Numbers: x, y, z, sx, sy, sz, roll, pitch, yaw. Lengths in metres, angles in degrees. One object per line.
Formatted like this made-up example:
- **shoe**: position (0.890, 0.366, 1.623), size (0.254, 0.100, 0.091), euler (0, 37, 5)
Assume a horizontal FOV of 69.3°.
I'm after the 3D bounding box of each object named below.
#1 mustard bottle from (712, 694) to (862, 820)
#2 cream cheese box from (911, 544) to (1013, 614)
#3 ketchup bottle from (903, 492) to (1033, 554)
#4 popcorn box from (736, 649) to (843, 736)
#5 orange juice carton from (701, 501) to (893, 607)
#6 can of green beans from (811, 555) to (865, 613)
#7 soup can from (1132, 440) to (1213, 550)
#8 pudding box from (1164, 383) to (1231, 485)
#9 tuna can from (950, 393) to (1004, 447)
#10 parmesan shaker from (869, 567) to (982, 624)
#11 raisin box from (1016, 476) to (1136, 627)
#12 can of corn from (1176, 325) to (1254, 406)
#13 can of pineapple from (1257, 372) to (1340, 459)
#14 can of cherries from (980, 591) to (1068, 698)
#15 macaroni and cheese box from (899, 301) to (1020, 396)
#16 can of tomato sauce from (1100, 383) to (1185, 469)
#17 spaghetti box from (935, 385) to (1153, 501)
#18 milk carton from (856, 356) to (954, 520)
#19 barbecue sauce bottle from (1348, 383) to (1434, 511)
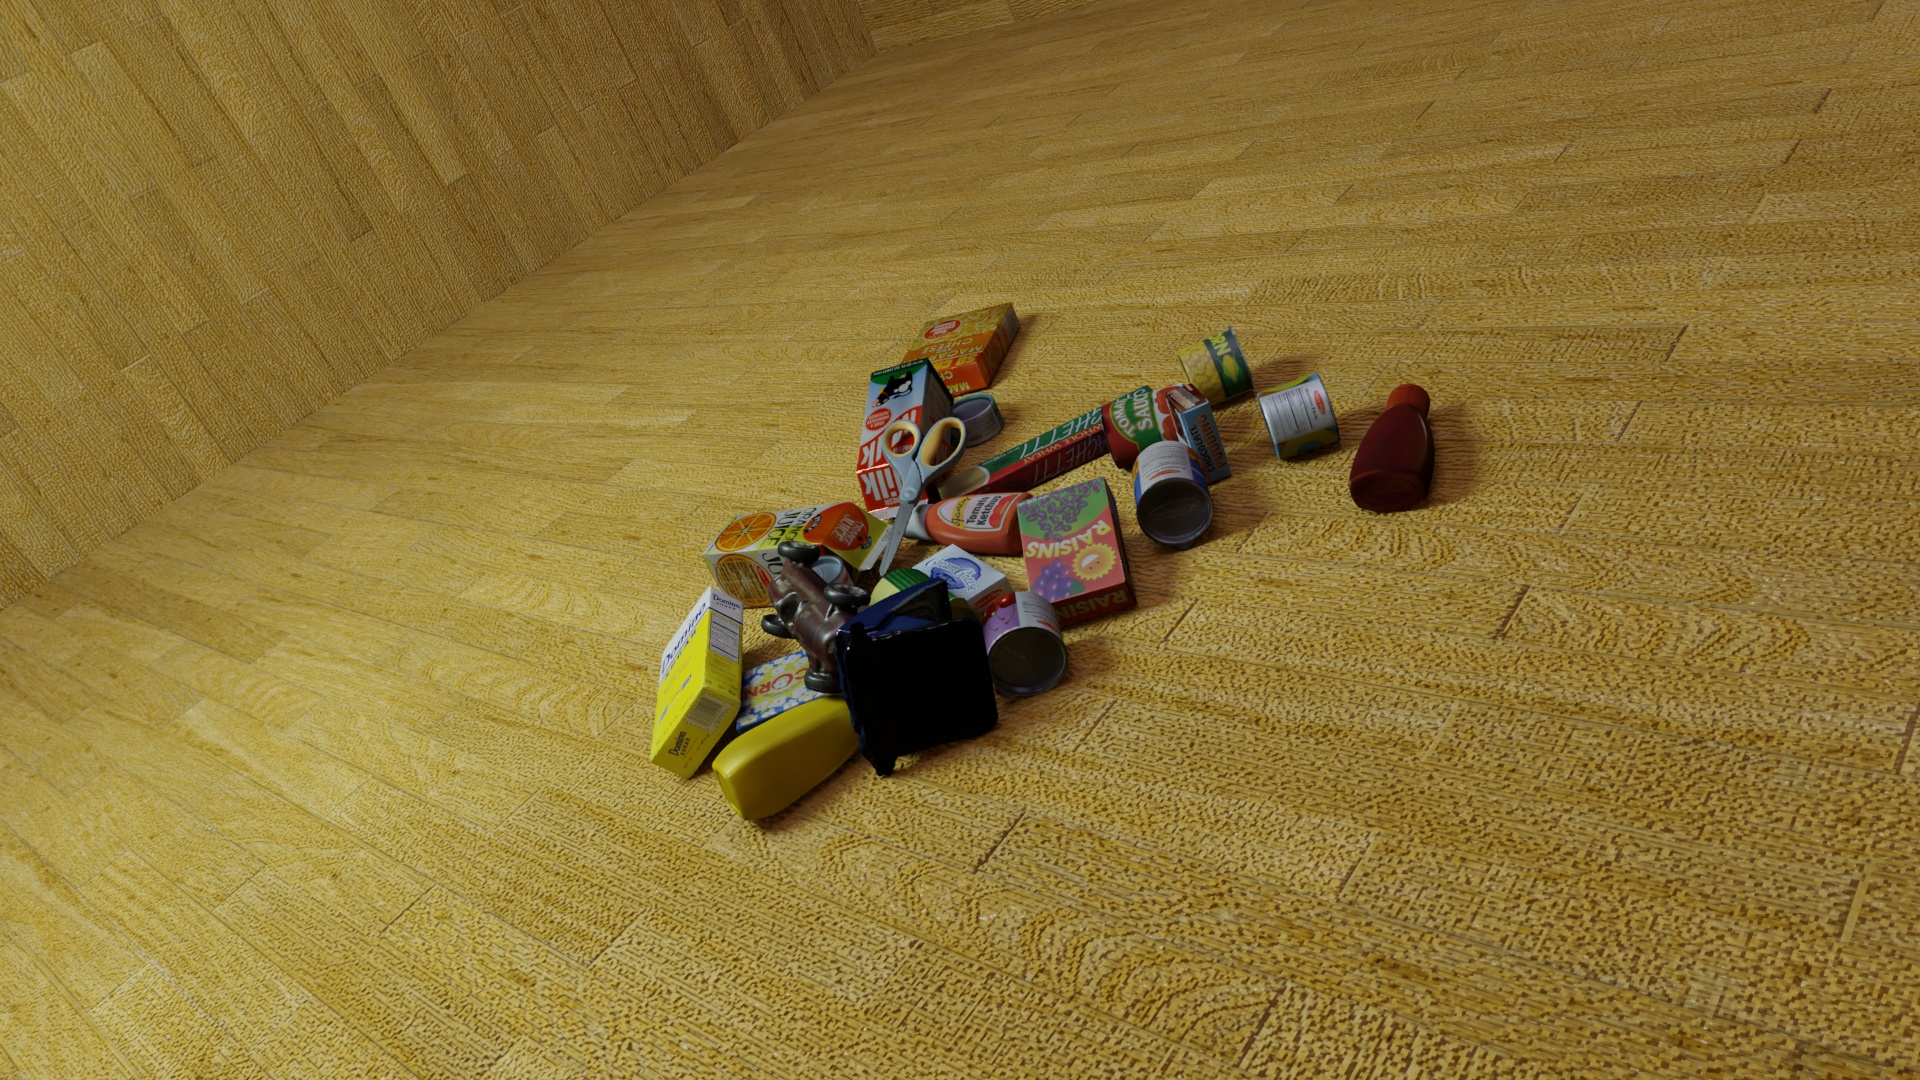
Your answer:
- **mustard bottle**: position (-0.121, 0.164, 1.131), size (0.161, 0.065, 0.049), euler (-29, 26, -25)
- **cream cheese box**: position (0.000, 0.039, 1.286), size (0.053, 0.024, 0.104), euler (-31, 29, -18)
- **ketchup bottle**: position (0.005, -0.017, 1.357), size (0.148, 0.043, 0.065), euler (1, 47, 40)
- **popcorn box**: position (-0.131, 0.131, 1.215), size (0.127, 0.038, 0.085), euler (-21, 27, 6)
- **orange juice carton**: position (-0.155, 0.014, 1.394), size (0.192, 0.072, 0.072), euler (-6, 33, 30)
- **can of green beans**: position (-0.130, 0.057, 1.319), size (0.071, 0.057, 0.071), euler (-18, 29, 11)
- **soup can**: position (0.188, -0.041, 1.235), size (0.071, 0.071, 0.084), euler (-18, 24, 12)
- **pudding box**: position (0.220, -0.098, 1.289), size (0.030, 0.083, 0.050), euler (-23, 28, 1)
- **tuna can**: position (0.012, -0.136, 1.564), size (0.071, 0.032, 0.071), euler (-18, 29, 11)
- **parmesan shaker**: position (-0.029, 0.067, 1.213), size (0.071, 0.071, 0.103), euler (-32, 29, -14)
- **raisin box**: position (0.099, 0.011, 1.206), size (0.086, 0.040, 0.124), euler (-17, 47, 12)
- **can of corn**: position (0.256, -0.174, 1.404), size (0.058, 0.071, 0.071), euler (-22, 28, 7)
- **can of pineapple**: position (0.308, -0.113, 1.268), size (0.058, 0.070, 0.071), euler (-18, 29, 11)
- **can of cherries**: position (0.049, 0.085, 1.130), size (0.071, 0.071, 0.058), euler (-21, 28, 6)
- **macaroni and cheese box**: position (-0.005, -0.233, 1.734), size (0.123, 0.040, 0.167), euler (-9, 31, 25)
- **can of tomato sauce**: position (0.185, -0.113, 1.354), size (0.083, 0.071, 0.071), euler (-15, 30, 16)
- **spaghetti box**: position (0.095, -0.090, 1.427), size (0.250, 0.028, 0.050), euler (-25, 29, -2)
- **milk carton**: position (-0.059, -0.099, 1.485), size (0.072, 0.073, 0.191), euler (-13, 48, 21)
- **barbecue sauce bottle**: position (0.375, -0.083, 1.189), size (0.065, 0.043, 0.149), euler (-6, 32, 30)
